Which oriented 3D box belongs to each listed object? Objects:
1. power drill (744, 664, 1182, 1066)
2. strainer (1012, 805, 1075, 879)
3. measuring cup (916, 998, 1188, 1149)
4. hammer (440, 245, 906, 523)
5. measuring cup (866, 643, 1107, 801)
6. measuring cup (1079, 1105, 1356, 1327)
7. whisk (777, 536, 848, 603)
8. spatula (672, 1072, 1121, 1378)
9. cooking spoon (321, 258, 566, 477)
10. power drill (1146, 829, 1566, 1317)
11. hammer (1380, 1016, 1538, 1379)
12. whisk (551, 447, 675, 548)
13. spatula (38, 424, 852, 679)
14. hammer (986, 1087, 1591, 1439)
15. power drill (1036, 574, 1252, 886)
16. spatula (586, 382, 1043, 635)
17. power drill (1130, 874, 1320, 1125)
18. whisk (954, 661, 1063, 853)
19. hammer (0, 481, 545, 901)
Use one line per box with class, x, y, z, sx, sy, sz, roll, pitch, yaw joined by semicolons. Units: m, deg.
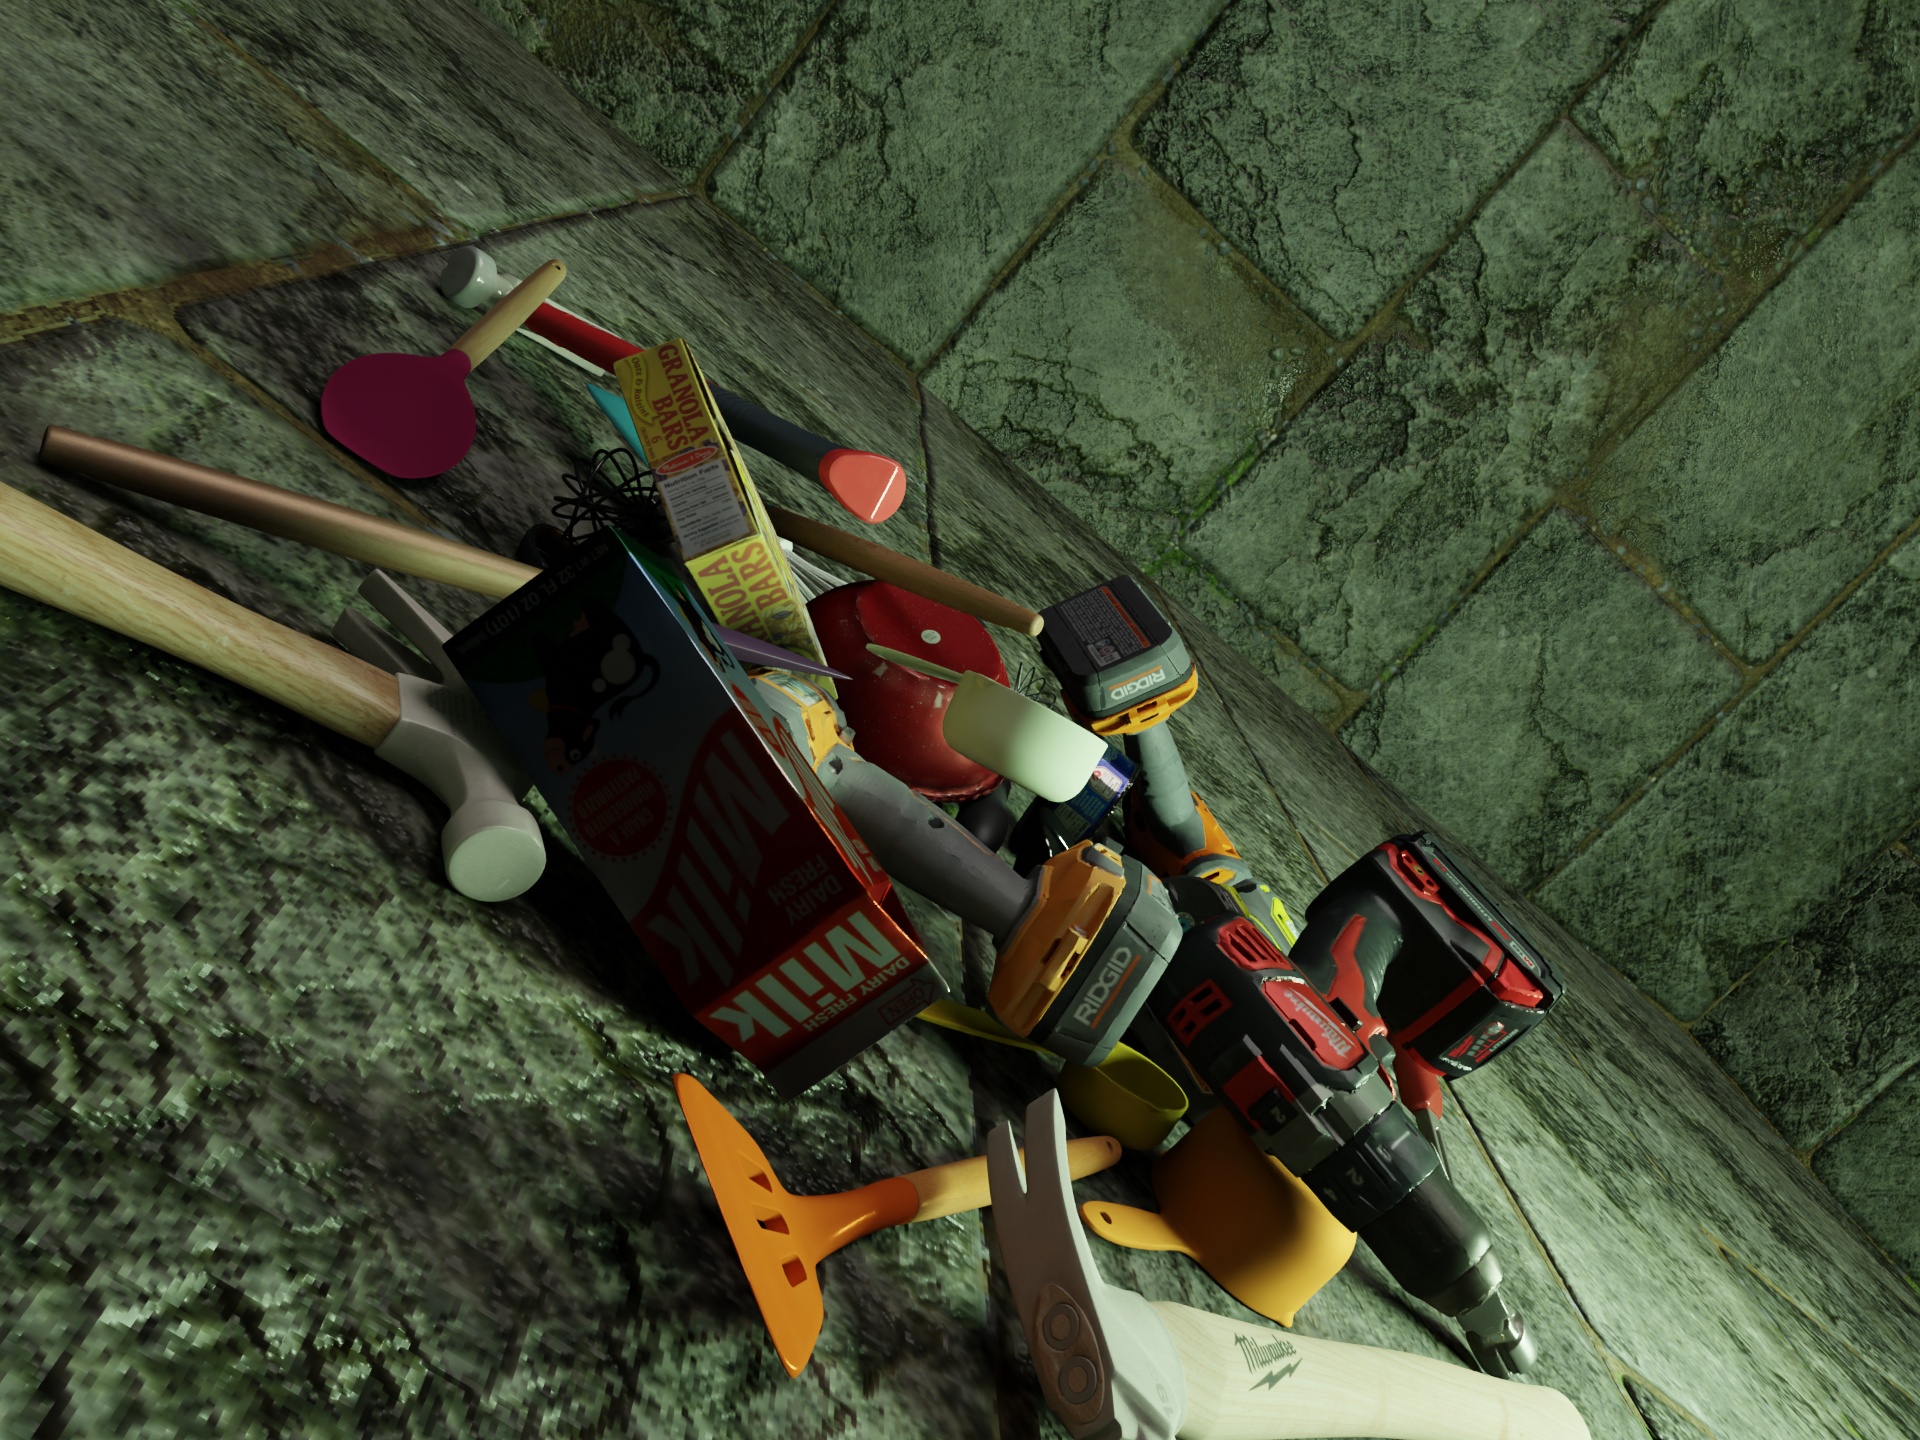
power drill;-0.018;0.050;0.721;0.226;0.084;0.185;32;5;0
strainer;0.085;0.111;0.922;0.258;0.050;0.087;32;36;-56
measuring cup;0.029;0.150;0.691;0.156;0.029;0.062;22;12;-23
hammer;-0.165;-0.200;0.985;0.387;0.038;0.143;31;5;35
measuring cup;-0.001;-0.002;0.780;0.168;0.038;0.083;23;-5;46
measuring cup;0.110;0.202;0.676;0.173;0.052;0.095;28;19;-51
whisk;-0.113;-0.102;1.027;0.246;0.058;0.059;42;-22;19
spatula;-0.002;0.156;0.537;0.322;0.041;0.081;18;41;-62
cooking spoon;-0.262;-0.200;0.854;0.068;0.017;0.319;35;27;-15
power drill;0.201;0.152;0.734;0.188;0.080;0.226;50;34;18
hammer;0.265;0.202;0.941;0.149;0.036;0.359;61;17;-18
whisk;-0.171;-0.112;0.847;0.055;0.055;0.239;41;3;-4
spatula;-0.182;-0.057;0.620;0.315;0.018;0.060;16;0;-35
hammer;0.156;0.256;0.630;0.410;0.038;0.146;31;29;-44
power drill;0.125;0.019;1.094;0.164;0.084;0.226;-116;-178;-59
spatula;-0.085;-0.118;0.909;0.318;0.044;0.082;24;3;25
power drill;0.172;0.167;0.899;0.171;0.080;0.223;60;16;22
whisk;0.025;0.026;0.990;0.070;0.070;0.285;40;18;-7
hammer;-0.270;-0.052;0.461;0.331;0.031;0.130;31;17;-36
